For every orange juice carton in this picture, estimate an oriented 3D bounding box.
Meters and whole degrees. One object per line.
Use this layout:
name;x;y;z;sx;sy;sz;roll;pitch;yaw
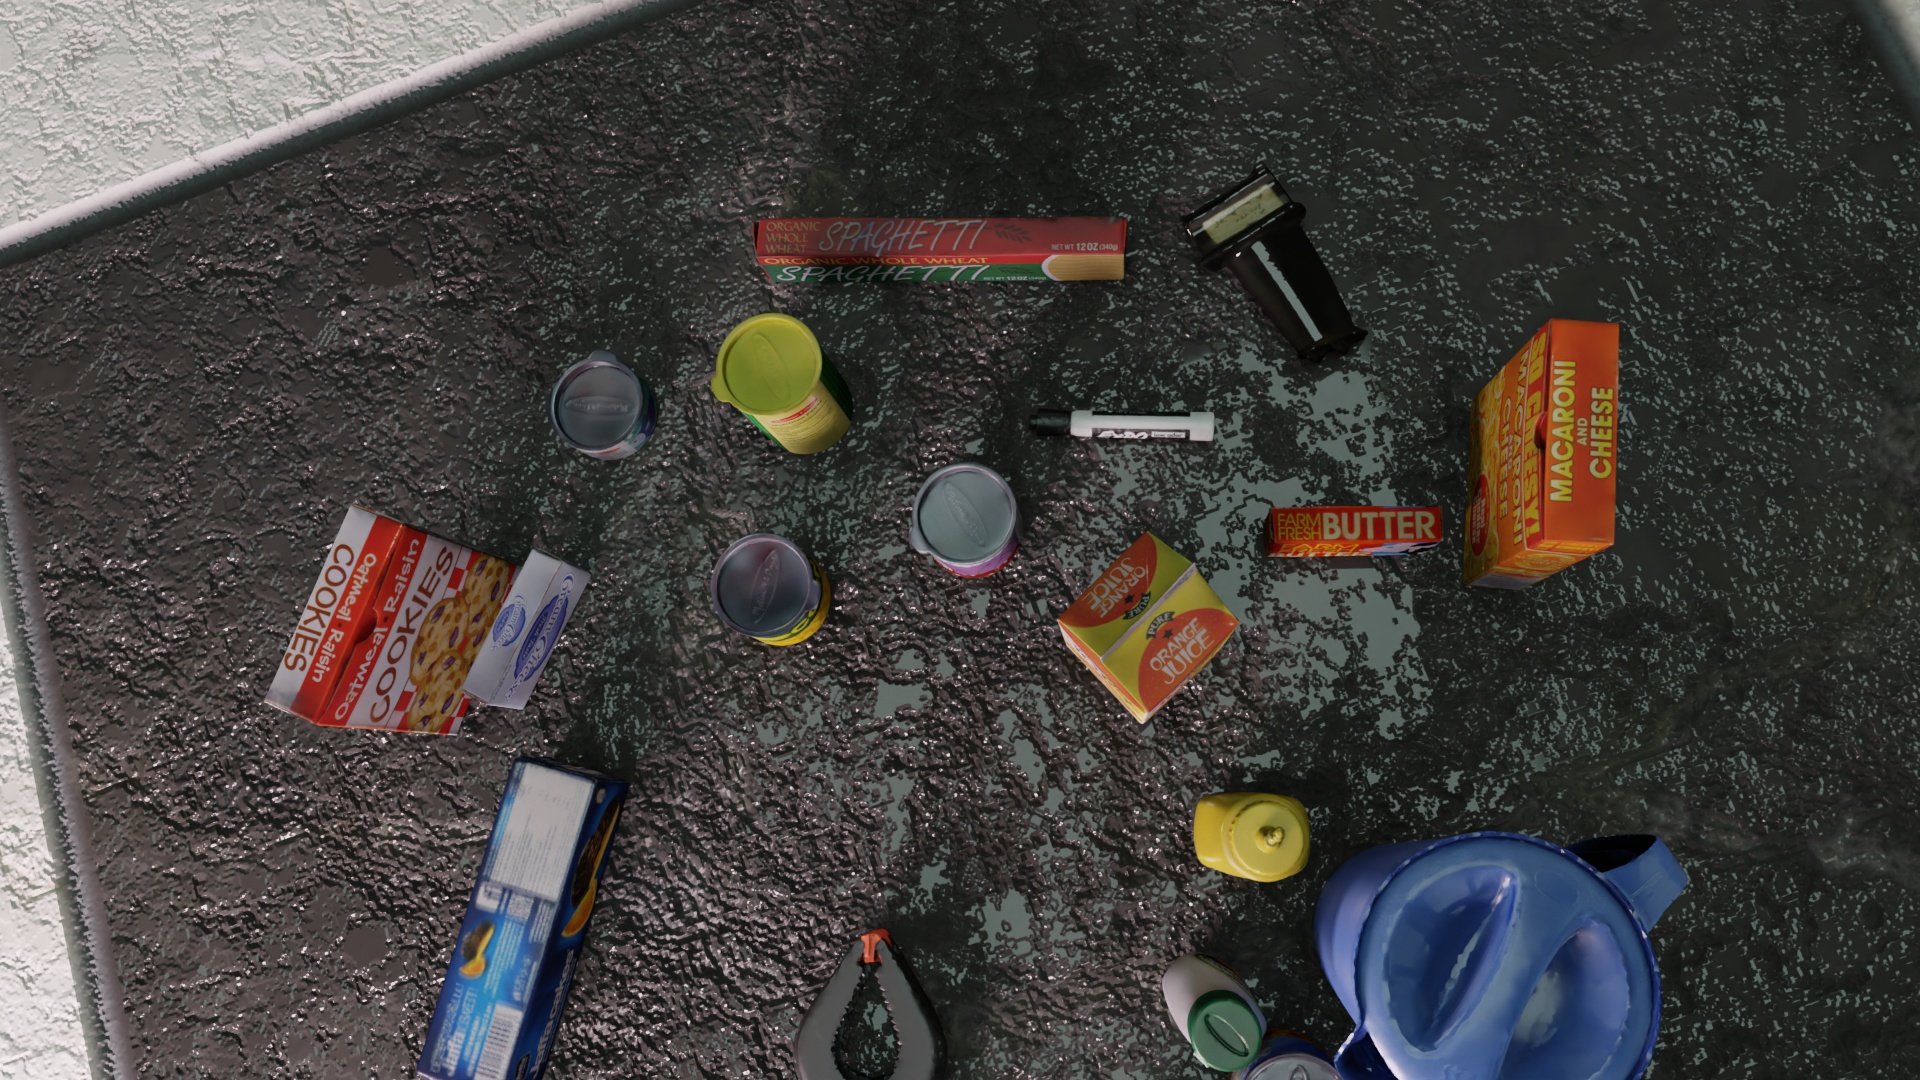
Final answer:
orange juice carton;0.106;0.052;0.801;0.072;0.192;0.073;-44;78;-2

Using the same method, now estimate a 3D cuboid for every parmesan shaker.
parmesan shaker;-0.114;-0.098;0.900;0.071;0.103;0.071;-1;80;6

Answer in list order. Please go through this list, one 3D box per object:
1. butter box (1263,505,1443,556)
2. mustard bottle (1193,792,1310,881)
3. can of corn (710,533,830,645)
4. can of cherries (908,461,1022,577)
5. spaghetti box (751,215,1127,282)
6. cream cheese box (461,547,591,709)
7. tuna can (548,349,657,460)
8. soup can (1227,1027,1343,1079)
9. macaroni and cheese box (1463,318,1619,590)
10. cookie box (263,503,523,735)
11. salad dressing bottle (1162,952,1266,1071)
butter box;0.243;-0.006;0.868;0.103;0.053;0.024;-1;80;6
mustard bottle;0.168;0.168;0.789;0.065;0.160;0.049;0;80;7
can of corn;-0.119;0.033;0.898;0.071;0.058;0.071;-1;79;6
can of cherries;0.003;-0.011;0.893;0.071;0.058;0.071;-1;79;6
spaghetti box;-0.014;-0.196;0.934;0.250;0.050;0.029;1;80;7
cream cheese box;-0.285;0.059;0.915;0.024;0.053;0.104;24;83;10
tuna can;-0.243;-0.092;0.949;0.071;0.033;0.071;-1;79;6
soup can;0.186;0.320;0.797;0.071;0.083;0.071;-1;80;6
macaroni and cheese box;0.333;-0.043;0.807;0.040;0.166;0.124;5;80;7
cookie box;-0.343;0.055;0.864;0.040;0.167;0.123;19;82;9
salad dressing bottle;0.144;0.266;0.779;0.064;0.147;0.044;42;87;12
